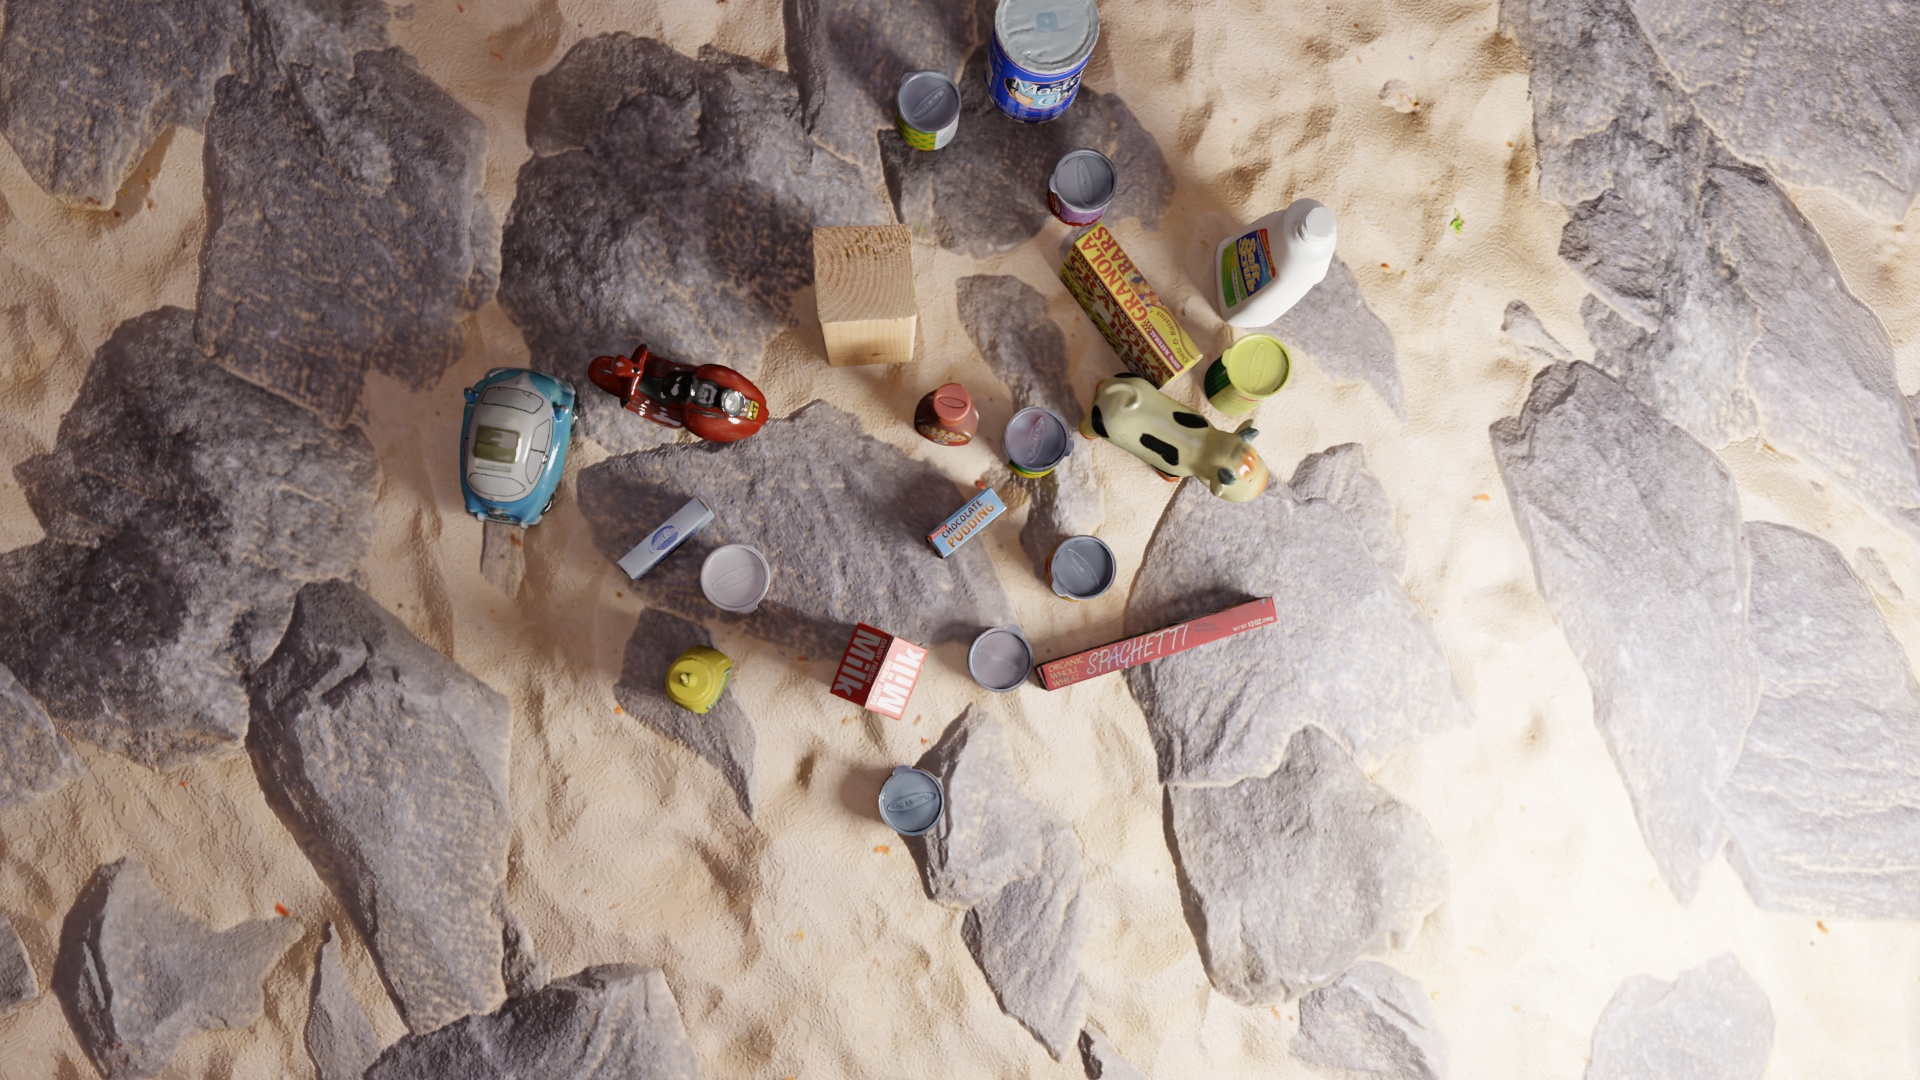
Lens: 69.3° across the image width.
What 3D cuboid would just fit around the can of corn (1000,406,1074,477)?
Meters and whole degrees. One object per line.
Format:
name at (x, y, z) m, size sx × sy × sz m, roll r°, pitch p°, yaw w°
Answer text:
can of corn at (0.078, -0.099, 1.419) m, size 0.071 × 0.058 × 0.071 m, roll 0°, pitch 86°, yaw -3°

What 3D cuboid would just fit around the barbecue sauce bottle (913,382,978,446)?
barbecue sauce bottle at (-0.012, -0.125, 1.370) m, size 0.065 × 0.148 × 0.043 m, roll 15°, pitch 85°, yaw -2°

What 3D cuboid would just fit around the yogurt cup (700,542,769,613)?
yogurt cup at (-0.223, 0.038, 1.391) m, size 0.072 × 0.054 × 0.072 m, roll 0°, pitch 85°, yaw -3°

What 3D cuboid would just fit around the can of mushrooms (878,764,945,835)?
can of mushrooms at (-0.050, 0.258, 1.394) m, size 0.071 × 0.033 × 0.071 m, roll 0°, pitch 85°, yaw -3°

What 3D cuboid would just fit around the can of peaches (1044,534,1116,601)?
can of peaches at (0.119, 0.030, 1.411) m, size 0.071 × 0.058 × 0.071 m, roll 0°, pitch 86°, yaw -3°

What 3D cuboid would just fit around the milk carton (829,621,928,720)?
milk carton at (-0.078, 0.124, 1.324) m, size 0.073 × 0.190 × 0.072 m, roll 22°, pitch 85°, yaw -2°

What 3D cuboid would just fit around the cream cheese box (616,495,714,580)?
cream cheese box at (-0.293, -0.001, 1.390) m, size 0.104 × 0.053 × 0.024 m, roll -41°, pitch 89°, yaw -6°

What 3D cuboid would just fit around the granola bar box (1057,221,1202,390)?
granola bar box at (0.168, -0.229, 1.402) m, size 0.039 × 0.124 × 0.165 m, roll -37°, pitch 88°, yaw -5°

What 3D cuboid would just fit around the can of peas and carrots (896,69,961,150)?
can of peas and carrots at (-0.036, -0.447, 1.440) m, size 0.071 × 0.058 × 0.071 m, roll 0°, pitch 86°, yaw -3°

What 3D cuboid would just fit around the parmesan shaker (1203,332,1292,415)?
parmesan shaker at (0.288, -0.169, 1.415) m, size 0.071 × 0.103 × 0.071 m, roll 0°, pitch 86°, yaw -3°

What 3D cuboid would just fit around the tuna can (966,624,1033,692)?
tuna can at (0.041, 0.119, 1.411) m, size 0.071 × 0.033 × 0.071 m, roll 0°, pitch 85°, yaw -3°

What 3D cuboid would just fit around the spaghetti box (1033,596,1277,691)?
spaghetti box at (0.197, 0.105, 1.413) m, size 0.250 × 0.050 × 0.028 m, roll -17°, pitch 87°, yaw -5°

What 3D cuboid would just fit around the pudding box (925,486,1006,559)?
pudding box at (0.005, -0.018, 1.412) m, size 0.084 × 0.049 × 0.030 m, roll -39°, pitch 89°, yaw -6°

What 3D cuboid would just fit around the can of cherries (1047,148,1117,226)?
can of cherries at (0.123, -0.366, 1.444) m, size 0.071 × 0.058 × 0.071 m, roll 0°, pitch 86°, yaw -3°

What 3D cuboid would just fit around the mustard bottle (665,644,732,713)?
mustard bottle at (-0.253, 0.134, 1.328) m, size 0.049 × 0.160 × 0.065 m, roll 26°, pitch 85°, yaw -1°
